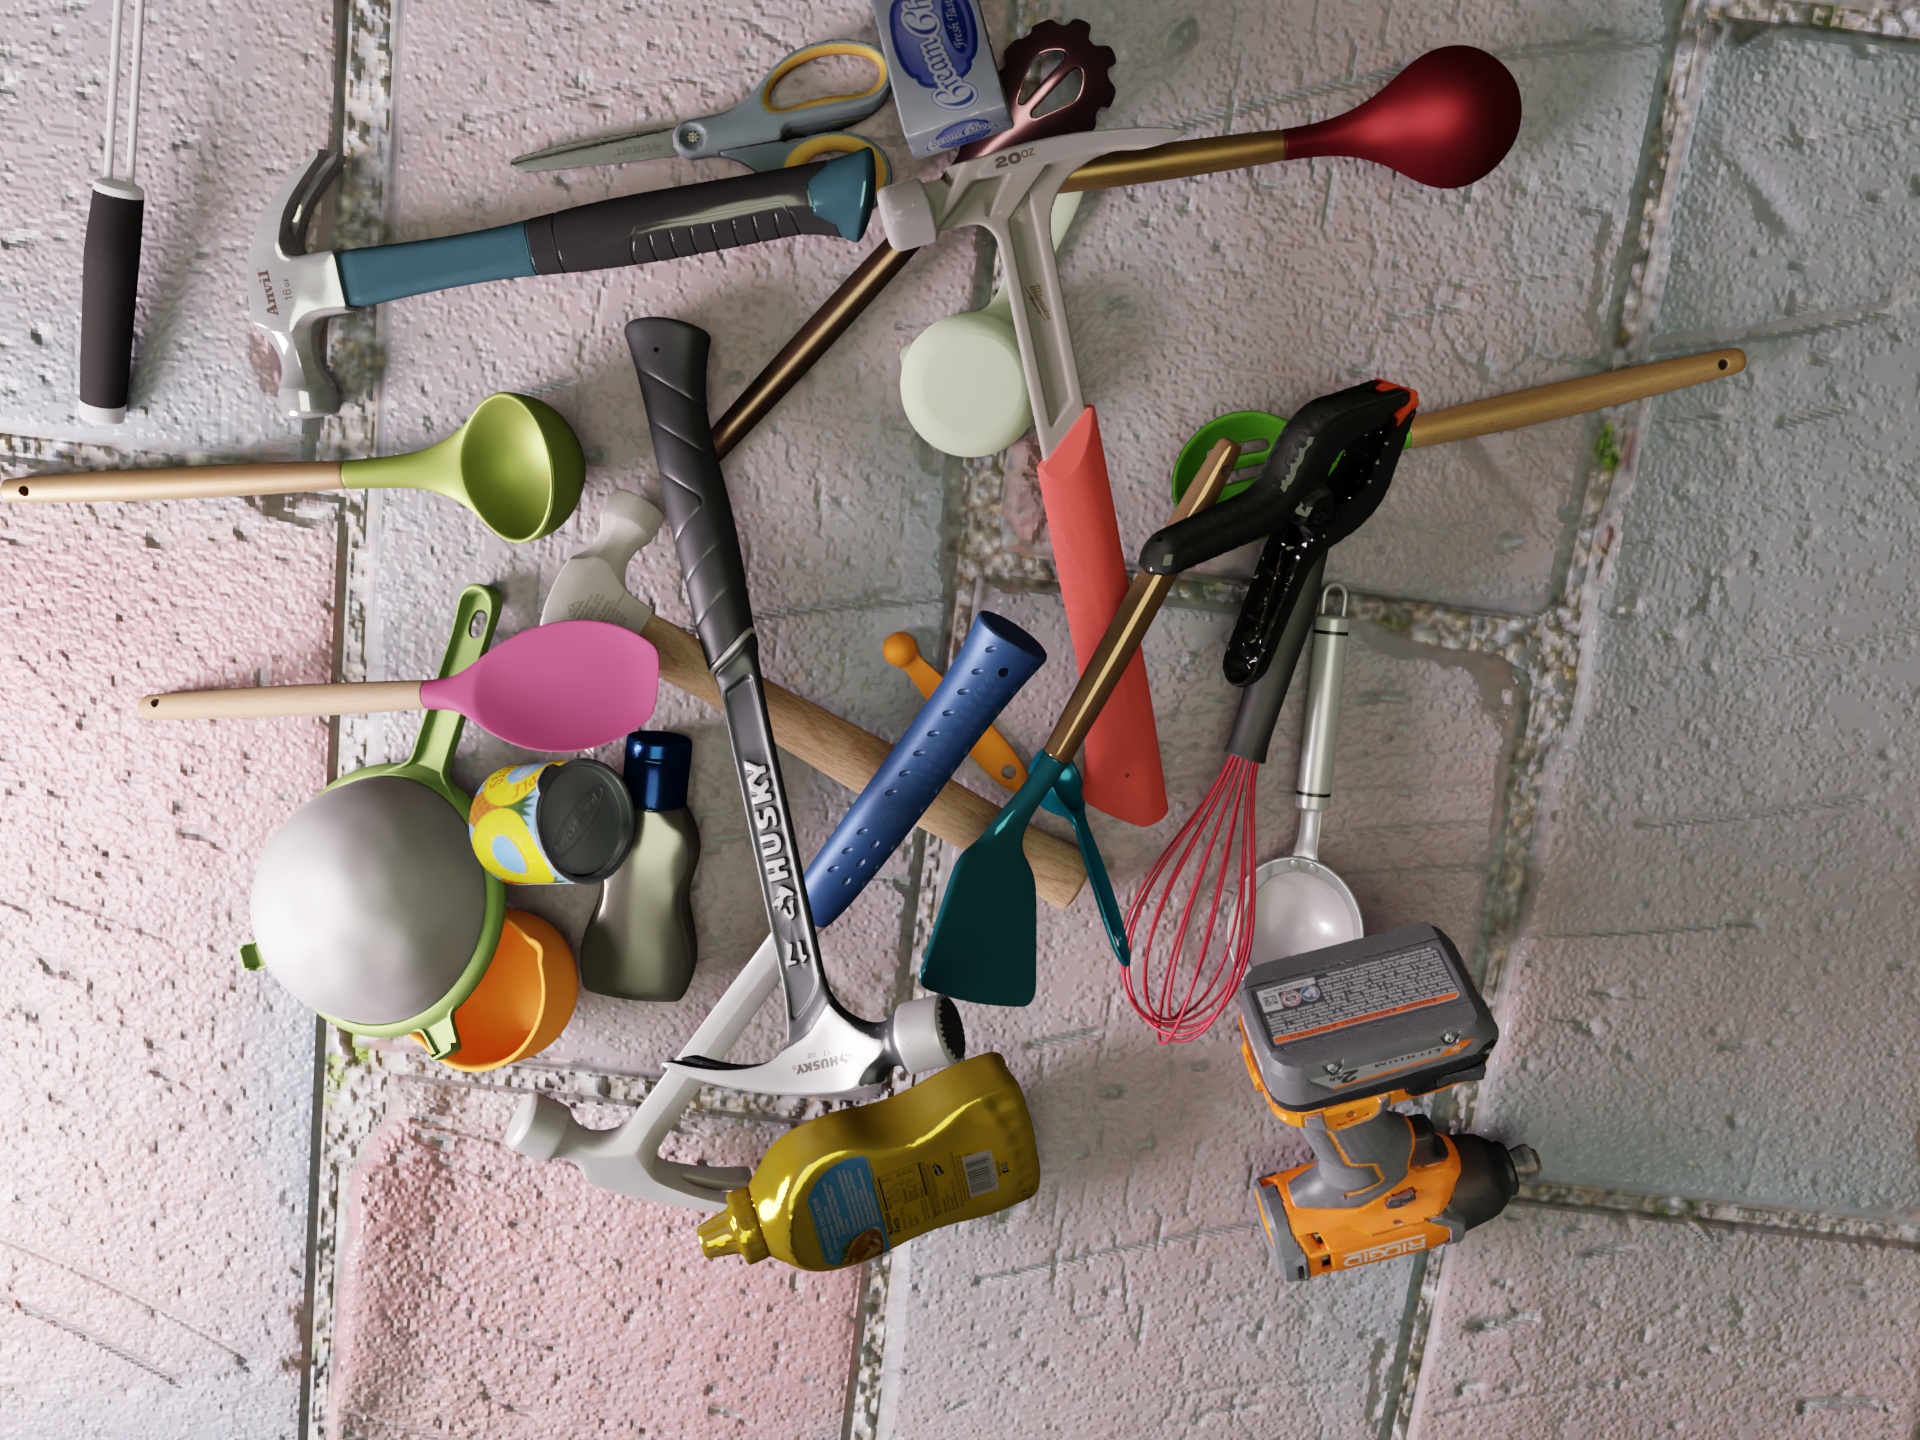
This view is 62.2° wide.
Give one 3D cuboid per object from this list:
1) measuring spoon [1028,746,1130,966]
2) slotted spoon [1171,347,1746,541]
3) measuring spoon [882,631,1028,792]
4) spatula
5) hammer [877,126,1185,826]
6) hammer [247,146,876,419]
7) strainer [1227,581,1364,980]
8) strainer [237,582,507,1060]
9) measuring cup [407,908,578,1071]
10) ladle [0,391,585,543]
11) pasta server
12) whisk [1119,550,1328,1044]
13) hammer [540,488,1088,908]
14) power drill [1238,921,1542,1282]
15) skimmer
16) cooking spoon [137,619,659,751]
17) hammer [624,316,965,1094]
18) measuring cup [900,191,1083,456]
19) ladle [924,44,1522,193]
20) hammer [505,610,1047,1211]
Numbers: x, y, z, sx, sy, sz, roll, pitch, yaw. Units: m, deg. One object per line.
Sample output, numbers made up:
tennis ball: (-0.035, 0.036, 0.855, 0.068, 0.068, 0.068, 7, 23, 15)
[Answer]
measuring spoon: (0.064, 0.076, 0.875, 0.021, 0.042, 0.129, -23, 80, 26)
slotted spoon: (0.264, -0.156, 0.848, 0.314, 0.031, 0.070, -13, 103, 0)
measuring spoon: (-0.001, -0.003, 0.886, 0.021, 0.011, 0.117, -40, 99, 8)
spatula: (0.069, 0.002, 0.821, 0.082, 0.044, 0.317, 18, 105, -38)
hammer: (0.071, -0.113, 0.824, 0.149, 0.037, 0.358, -15, 110, -2)
hammer: (-0.203, -0.242, 0.811, 0.331, 0.033, 0.128, -8, 103, 6)
strainer: (0.198, 0.052, 0.885, 0.087, 0.050, 0.258, 11, 99, 42)
strainer: (-0.307, 0.046, 0.847, 0.151, 0.069, 0.256, 19, 91, 19)
measuring cup: (-0.279, 0.113, 0.896, 0.095, 0.052, 0.174, -34, 76, 11)
ladle: (-0.354, -0.127, 0.836, 0.320, 0.062, 0.078, -2, 102, 3)
pasta server: (-0.039, -0.238, 0.830, 0.060, 0.040, 0.316, 44, 102, -9)
whisk: (0.150, 0.038, 0.874, 0.073, 0.073, 0.296, 16, 96, -4)
hammer: (-0.075, 0.013, 0.865, 0.331, 0.031, 0.130, 30, 76, -11)
power drill: (0.237, 0.215, 0.867, 0.164, 0.084, 0.226, -15, 130, 1)
skimmer: (-0.407, -0.333, 0.805, 0.127, 0.090, 0.363, 14, 112, -7)
cooking spoon: (-0.300, -0.013, 0.834, 0.319, 0.017, 0.069, -2, 76, 17)
hammer: (-0.114, -0.013, 0.802, 0.149, 0.036, 0.409, -17, 80, 16)
measuring cup: (0.025, -0.215, 0.826, 0.083, 0.038, 0.167, 25, 103, -6)
ladle: (0.136, -0.288, 0.801, 0.315, 0.031, 0.069, -9, 105, -4)
hammer: (-0.083, 0.114, 0.854, 0.144, 0.035, 0.405, 29, 110, -21)
